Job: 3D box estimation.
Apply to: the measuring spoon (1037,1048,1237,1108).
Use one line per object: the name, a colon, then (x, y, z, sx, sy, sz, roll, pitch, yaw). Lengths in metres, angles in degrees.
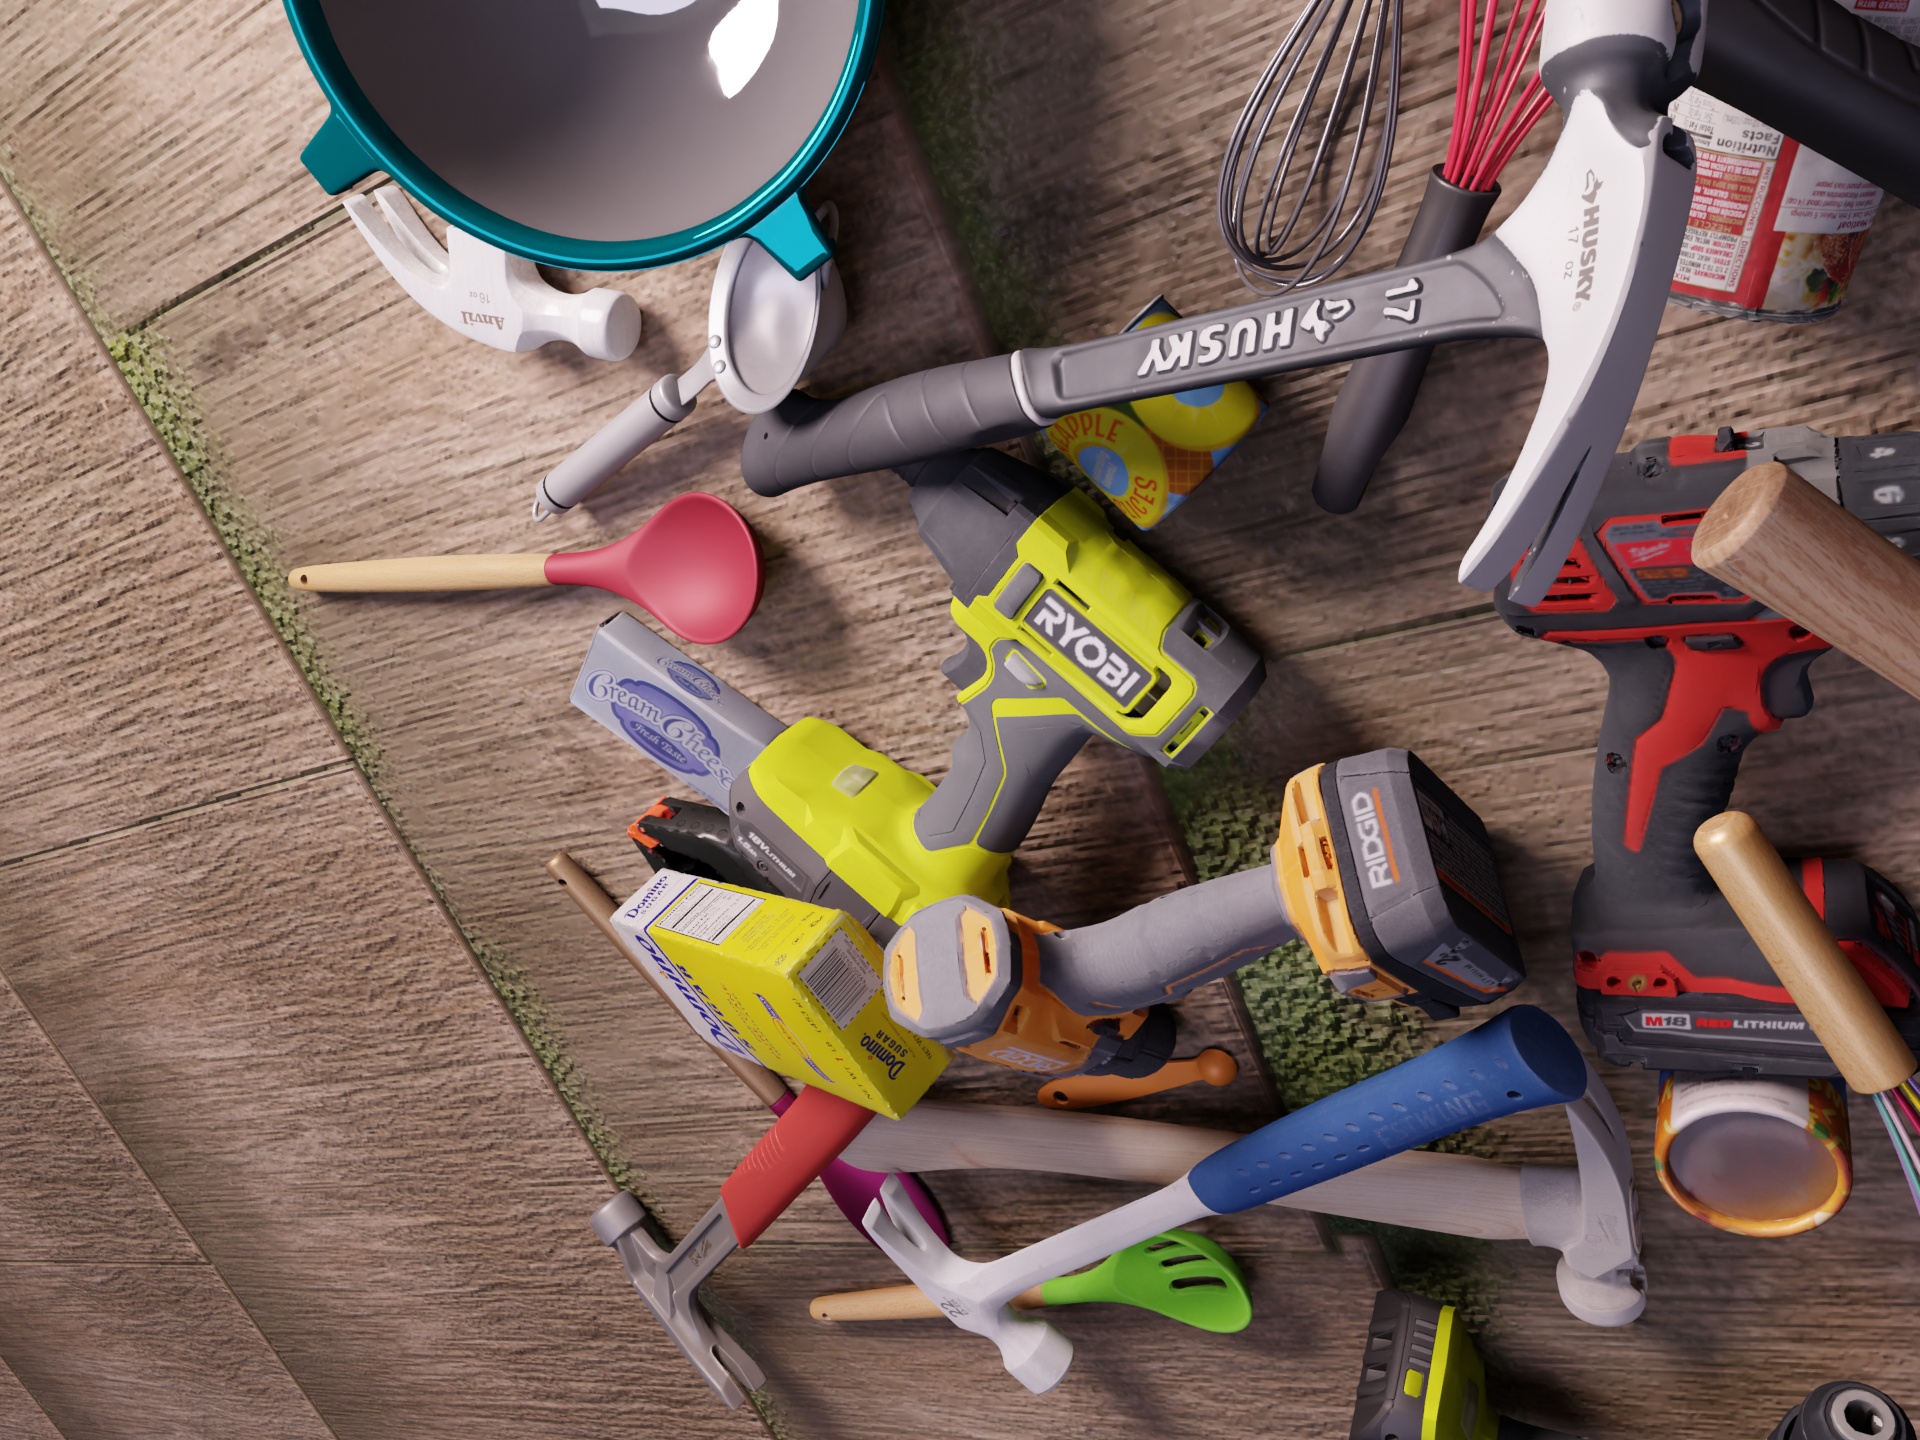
measuring spoon: (0.085, 0.181, 0.789, 0.117, 0.011, 0.021, -20, 108, 35)

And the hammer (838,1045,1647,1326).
hammer: (0.104, 0.205, 0.769, 0.411, 0.038, 0.146, -2, 126, 29)

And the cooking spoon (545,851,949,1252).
cooking spoon: (-0.121, 0.194, 0.896, 0.319, 0.017, 0.068, 49, 129, -8)

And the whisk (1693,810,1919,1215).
whisk: (0.318, 0.133, 0.519, 0.051, 0.047, 0.245, -34, 91, 16)

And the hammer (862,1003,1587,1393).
hammer: (0.102, 0.215, 0.728, 0.144, 0.035, 0.405, 43, 133, -7)

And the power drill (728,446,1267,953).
power drill: (-0.001, -0.002, 0.684, 0.171, 0.080, 0.223, 41, 125, 3)

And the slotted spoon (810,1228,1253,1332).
slotted spoon: (0.029, 0.320, 0.893, 0.314, 0.031, 0.070, -20, 108, 36)

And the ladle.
ladle: (-0.219, -0.072, 0.779, 0.315, 0.031, 0.069, 2, 97, 29)

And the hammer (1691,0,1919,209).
hammer: (0.309, -0.113, 0.411, 0.334, 0.035, 0.146, 26, 102, -3)

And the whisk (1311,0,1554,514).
whisk: (0.165, -0.188, 0.497, 0.073, 0.073, 0.295, 25, 132, 12)

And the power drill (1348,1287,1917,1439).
power drill: (0.297, 0.329, 0.710, 0.228, 0.080, 0.190, 5, 137, 24)

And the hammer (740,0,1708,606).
hammer: (0.037, -0.106, 0.519, 0.409, 0.036, 0.149, 2, 82, 54)

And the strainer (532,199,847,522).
strainer: (-0.116, -0.142, 0.677, 0.258, 0.050, 0.087, -25, 68, 41)

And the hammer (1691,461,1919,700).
hammer: (0.359, 0.023, 0.477, 0.331, 0.031, 0.130, 29, 111, -8)

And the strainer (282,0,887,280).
strainer: (-0.113, -0.329, 0.531, 0.211, 0.095, 0.340, 11, 115, 2)

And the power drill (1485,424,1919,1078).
power drill: (0.289, 0.008, 0.544, 0.188, 0.080, 0.226, -3, 114, 28)

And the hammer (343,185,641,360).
hammer: (-0.200, -0.310, 0.623, 0.128, 0.033, 0.330, 13, 123, 19)

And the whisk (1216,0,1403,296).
whisk: (0.132, -0.246, 0.486, 0.055, 0.055, 0.238, 23, 122, 13)

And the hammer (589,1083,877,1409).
hammer: (-0.106, 0.268, 0.884, 0.149, 0.037, 0.359, 48, 135, 11)

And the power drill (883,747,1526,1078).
power drill: (0.108, 0.099, 0.658, 0.226, 0.084, 0.185, -21, 150, 26)
